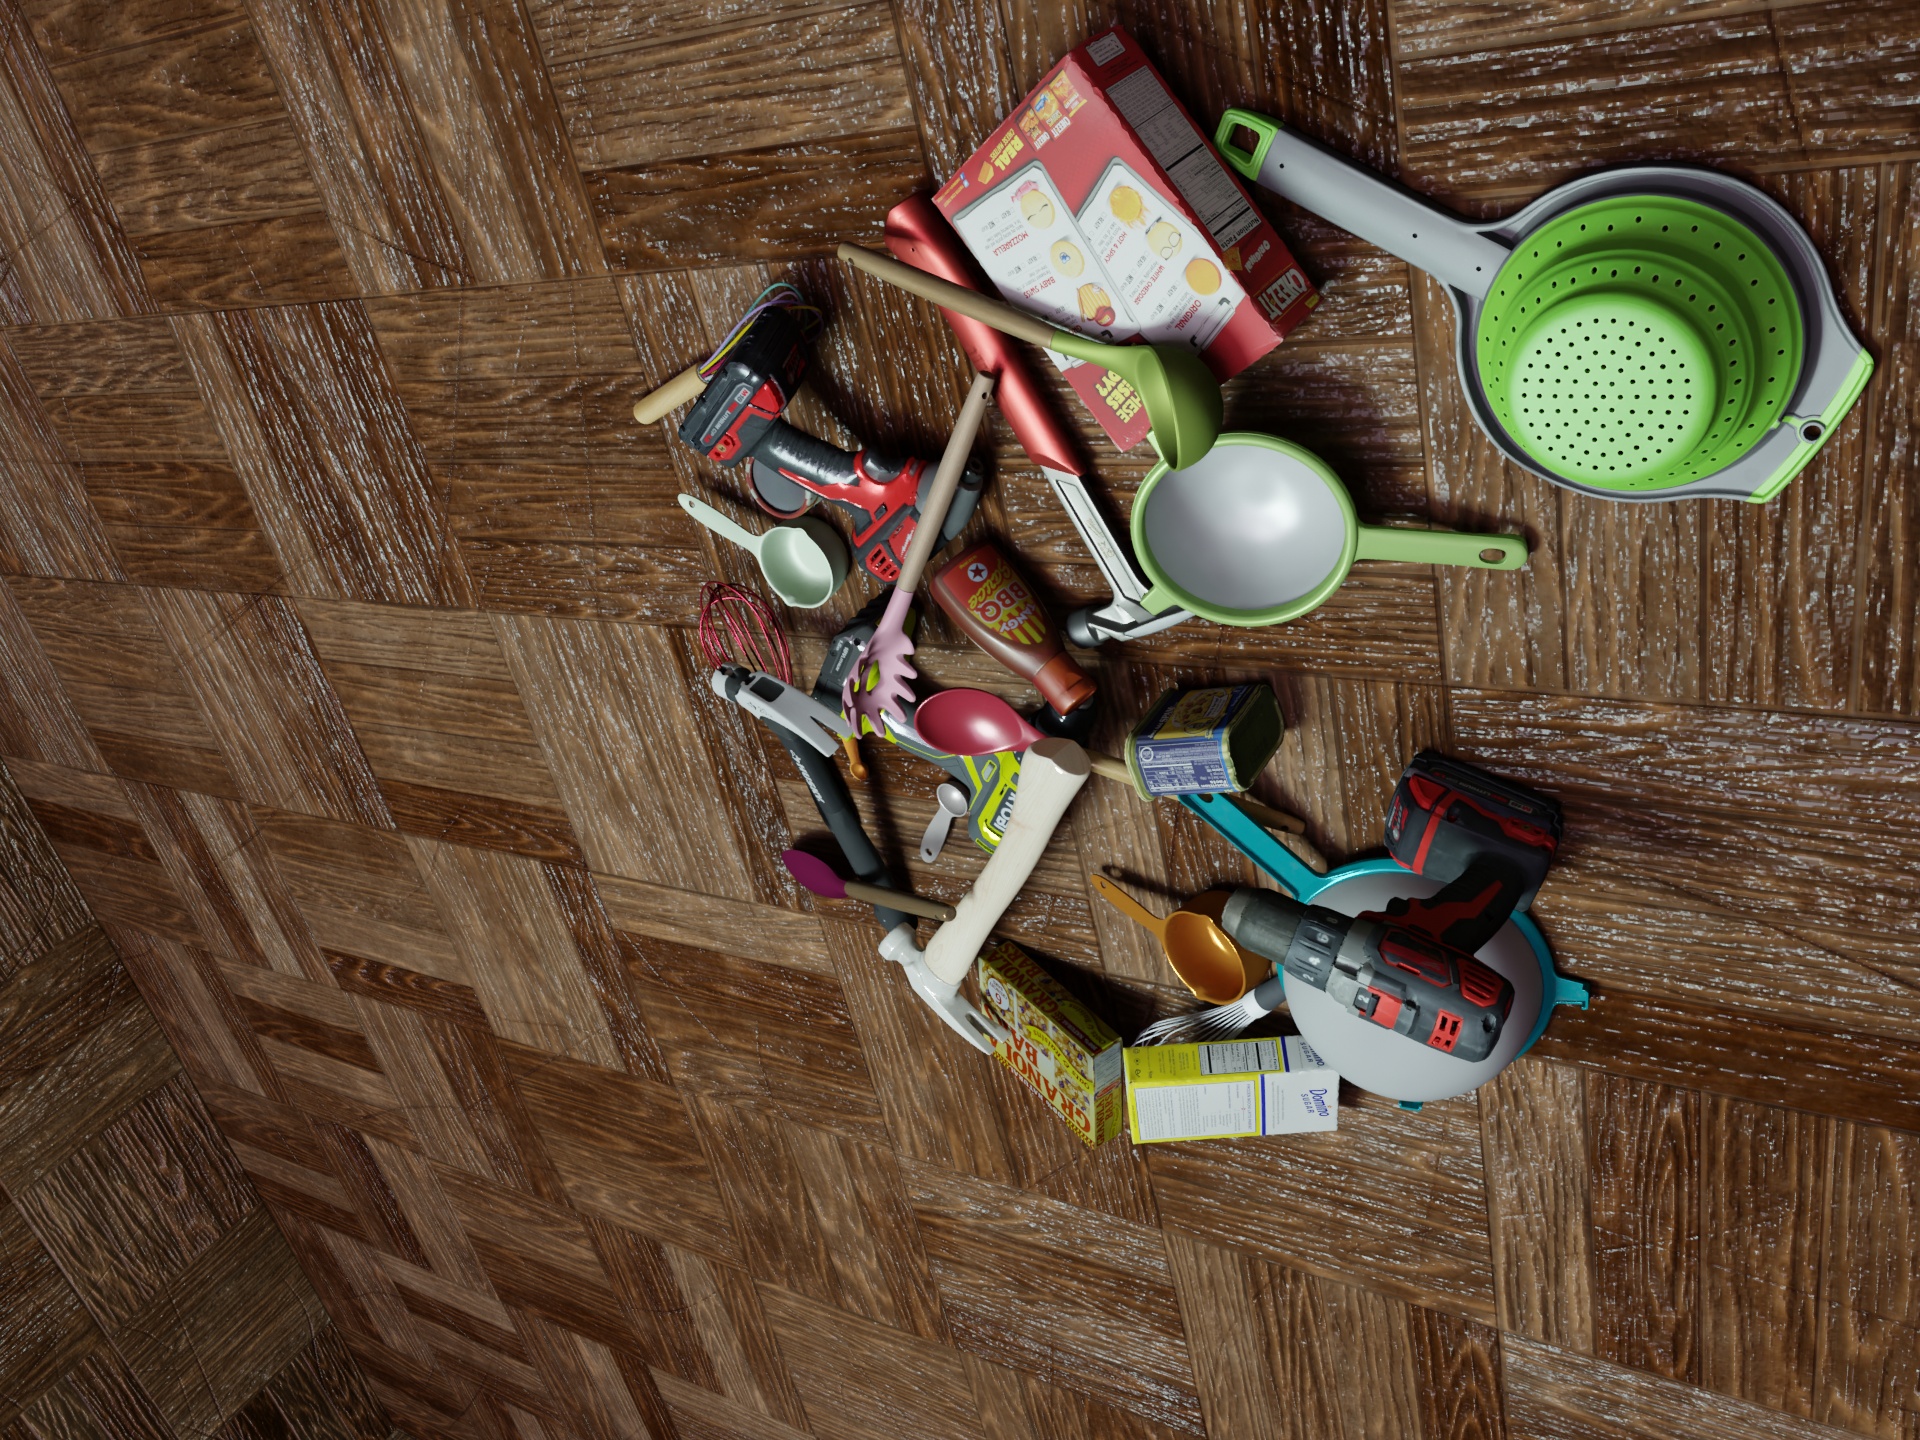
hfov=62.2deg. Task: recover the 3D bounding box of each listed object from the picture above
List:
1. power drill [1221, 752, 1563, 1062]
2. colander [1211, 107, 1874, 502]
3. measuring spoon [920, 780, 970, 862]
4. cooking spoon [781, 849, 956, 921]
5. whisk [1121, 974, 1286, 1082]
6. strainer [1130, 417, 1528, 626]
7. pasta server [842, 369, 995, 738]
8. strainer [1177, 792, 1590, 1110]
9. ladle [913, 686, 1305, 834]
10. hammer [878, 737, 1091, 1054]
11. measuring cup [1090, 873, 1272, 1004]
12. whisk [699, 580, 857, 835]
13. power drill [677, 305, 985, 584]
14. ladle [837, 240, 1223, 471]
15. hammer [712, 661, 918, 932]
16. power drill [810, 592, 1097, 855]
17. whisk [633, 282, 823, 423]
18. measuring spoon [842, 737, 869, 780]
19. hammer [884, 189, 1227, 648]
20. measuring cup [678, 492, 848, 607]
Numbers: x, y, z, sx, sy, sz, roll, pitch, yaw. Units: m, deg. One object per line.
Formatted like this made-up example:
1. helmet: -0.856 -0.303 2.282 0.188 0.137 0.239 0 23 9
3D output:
1. power drill: 0.299 0.117 1.083 0.188 0.227 0.080 23 132 21
2. colander: 0.305 -0.242 0.912 0.397 0.094 0.204 33 135 12
3. measuring spoon: -0.014 0.093 1.452 0.034 0.018 0.124 41 143 14
4. cooking spoon: -0.089 0.156 1.455 0.068 0.017 0.319 51 157 -21
5. whisk: 0.232 0.255 1.359 0.070 0.070 0.284 45 132 0
6. strainer: 0.246 -0.137 1.067 0.256 0.069 0.151 6 130 12
7. pasta server: -0.029 -0.118 1.201 0.040 0.060 0.316 54 134 37
8. strainer: 0.286 0.173 1.196 0.340 0.095 0.211 41 127 -4
9. ladle: 0.117 0.036 1.240 0.315 0.031 0.069 18 130 1
10. hammer: 0.035 0.148 1.336 0.146 0.038 0.410 43 144 13
11. measuring cup: 0.187 0.165 1.334 0.174 0.052 0.095 34 139 37
12. whisk: -0.160 -0.005 1.457 0.073 0.073 0.295 -2 126 37
13. power drill: -0.090 -0.205 1.214 0.219 0.079 0.143 35 139 -16
14. ladle: 0.034 -0.250 1.037 0.320 0.062 0.078 30 155 26
15. hammer: -0.105 0.087 1.431 0.146 0.035 0.334 23 150 40
16. power drill: -0.002 -0.004 1.326 0.228 0.080 0.190 34 135 7
17. whisk: -0.196 -0.290 1.283 0.245 0.047 0.051 -16 111 46
18. measuring spoon: -0.103 0.002 1.452 0.021 0.011 0.116 4 119 36
19. hammer: 0.060 -0.219 1.151 0.149 0.037 0.359 -19 109 43
20. measuring cup: -0.167 -0.159 1.361 0.168 0.038 0.083 31 134 17
